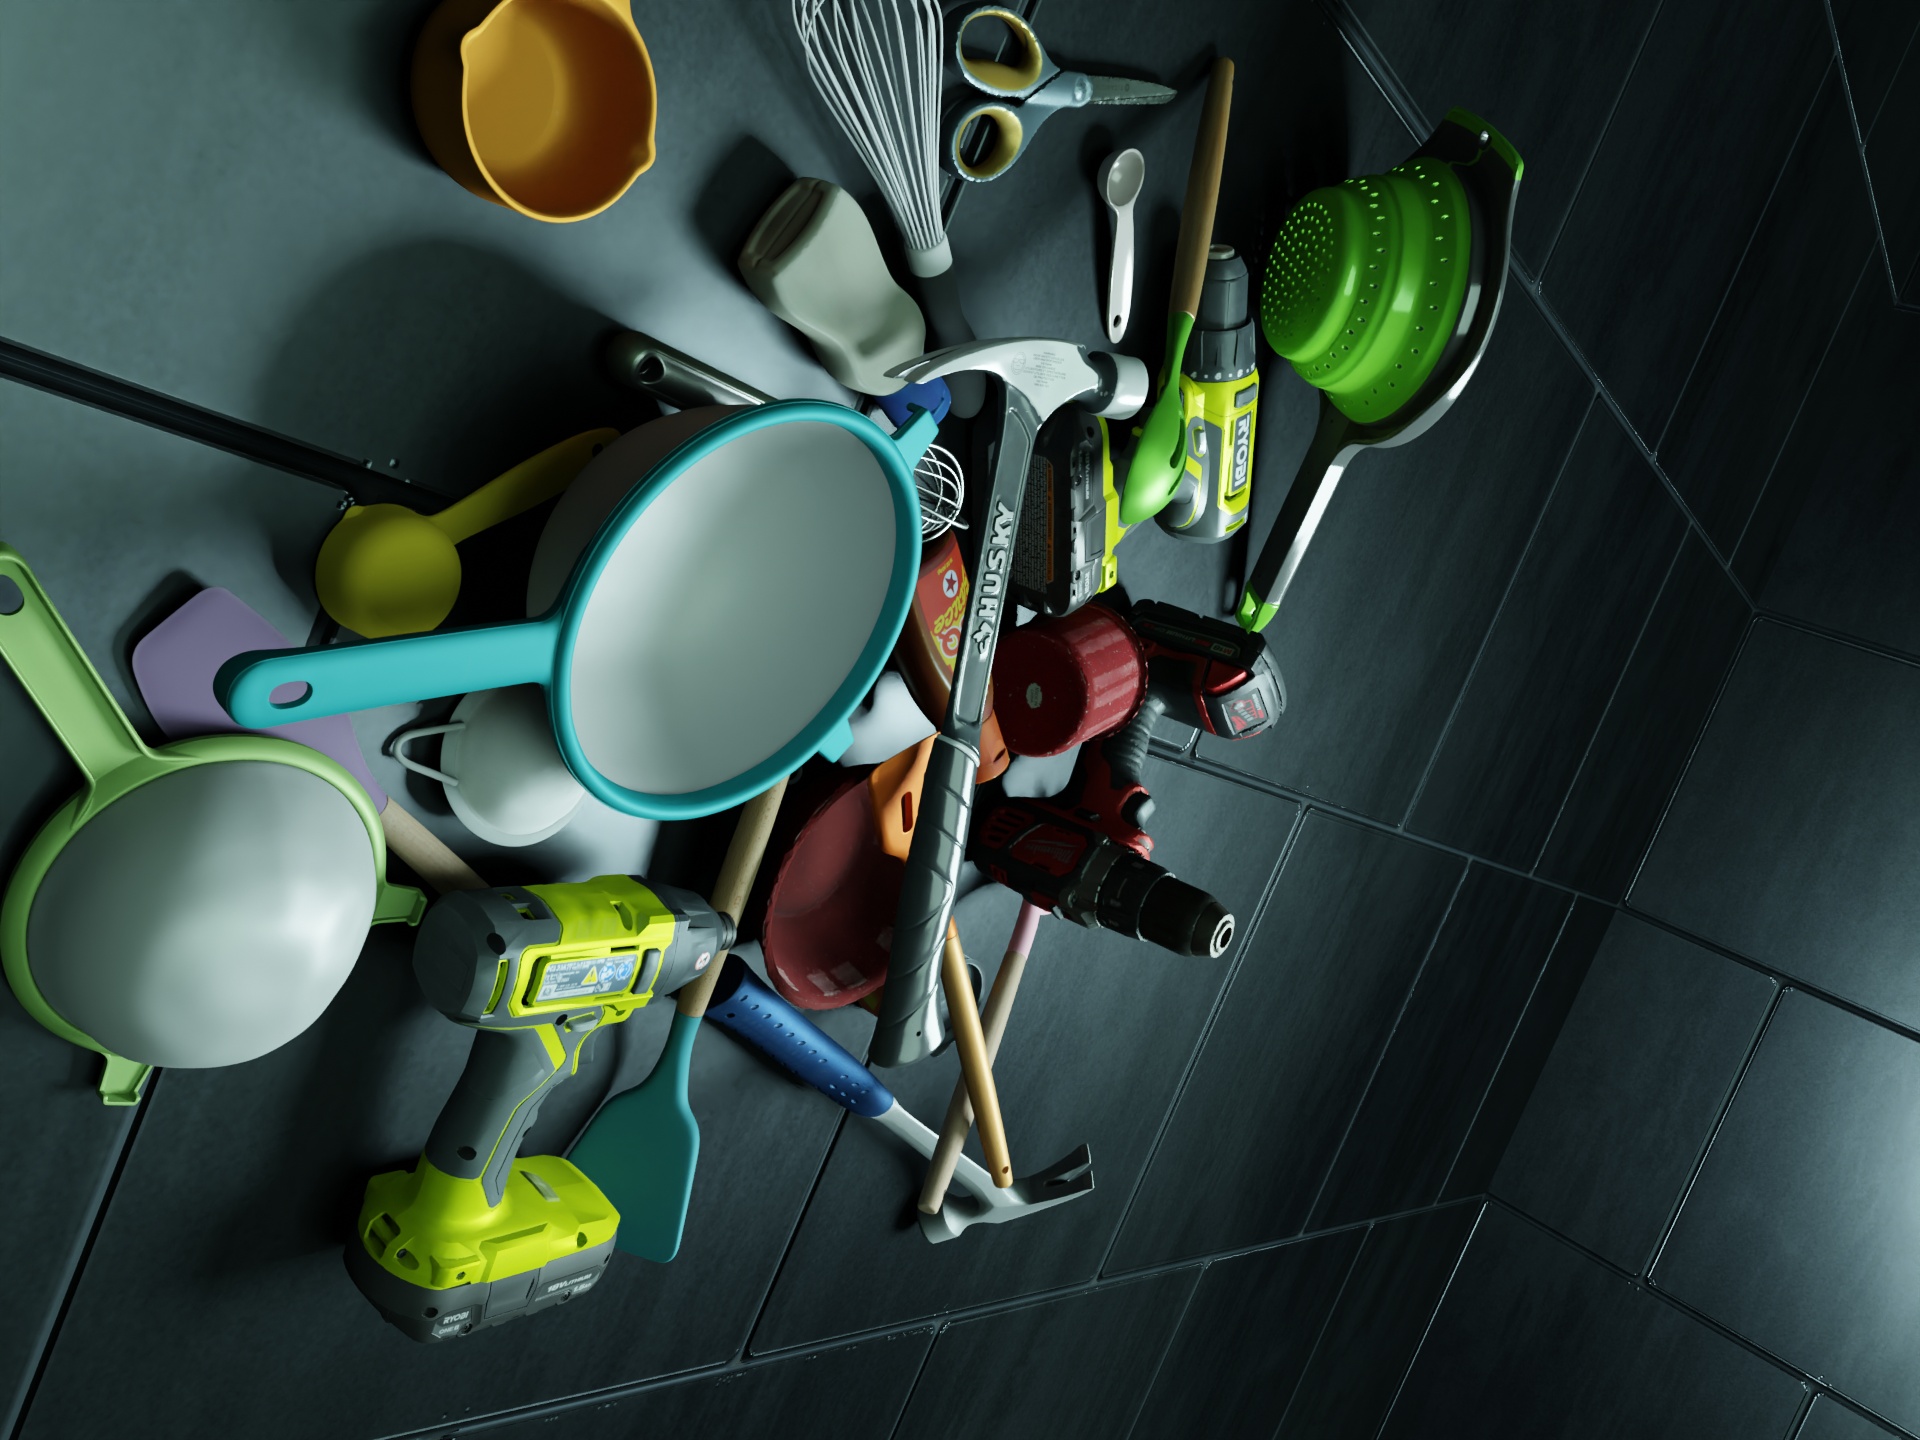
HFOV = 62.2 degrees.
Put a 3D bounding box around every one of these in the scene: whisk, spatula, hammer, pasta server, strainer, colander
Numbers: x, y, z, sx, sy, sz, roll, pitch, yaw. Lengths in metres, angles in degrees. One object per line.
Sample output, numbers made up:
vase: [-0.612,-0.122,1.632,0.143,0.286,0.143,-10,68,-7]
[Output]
whisk: [-0.078,-0.141,0.801,0.246,0.059,0.058,18,109,-49]
whisk: [-0.022,-0.261,0.792,0.070,0.070,0.284,-47,146,-22]
spatula: [0.001,0.152,0.950,0.081,0.041,0.322,-27,116,-32]
spatula: [-0.142,0.140,0.868,0.044,0.082,0.317,-44,155,-76]
hammer: [-0.045,0.255,1.048,0.144,0.035,0.405,-21,139,17]
pasta server: [0.036,0.183,1.066,0.060,0.040,0.316,85,22,-51]
strainer: [-0.162,0.021,0.803,0.258,0.050,0.087,6,92,-56]
hammer: [-0.001,-0.003,0.858,0.149,0.036,0.409,2,105,-36]
colander: [0.241,-0.227,1.105,0.094,0.205,0.396,7,127,-18]
strainer: [-0.167,-0.054,0.696,0.340,0.095,0.211,-14,130,-45]
strainer: [-0.299,0.047,0.603,0.151,0.069,0.256,-34,138,-25]
spatula: [-0.254,0.055,0.724,0.060,0.018,0.315,-45,140,-13]

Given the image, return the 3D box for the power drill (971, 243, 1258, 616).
power drill: [0.109,-0.179,0.987,0.228,0.080,0.190,-33,134,-39]

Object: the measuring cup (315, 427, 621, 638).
measuring cup: [-0.203,-0.086,0.690,0.156,0.029,0.062,-38,137,-29]

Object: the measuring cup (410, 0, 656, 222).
measuring cup: [-0.154,-0.282,0.617,0.095,0.052,0.173,16,96,-54]

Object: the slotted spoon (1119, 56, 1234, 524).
slotted spoon: [0.131,-0.255,0.918,0.070,0.031,0.314,63,36,-67]

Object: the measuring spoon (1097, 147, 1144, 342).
measuring spoon: [0.092,-0.284,0.956,0.034,0.018,0.124,-36,143,-31]

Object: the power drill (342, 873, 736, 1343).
power drill: [-0.205,0.183,0.792,0.171,0.080,0.223,3,114,-52]

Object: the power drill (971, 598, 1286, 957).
power drill: [0.135,0.043,1.063,0.227,0.188,0.080,-56,144,-18]
